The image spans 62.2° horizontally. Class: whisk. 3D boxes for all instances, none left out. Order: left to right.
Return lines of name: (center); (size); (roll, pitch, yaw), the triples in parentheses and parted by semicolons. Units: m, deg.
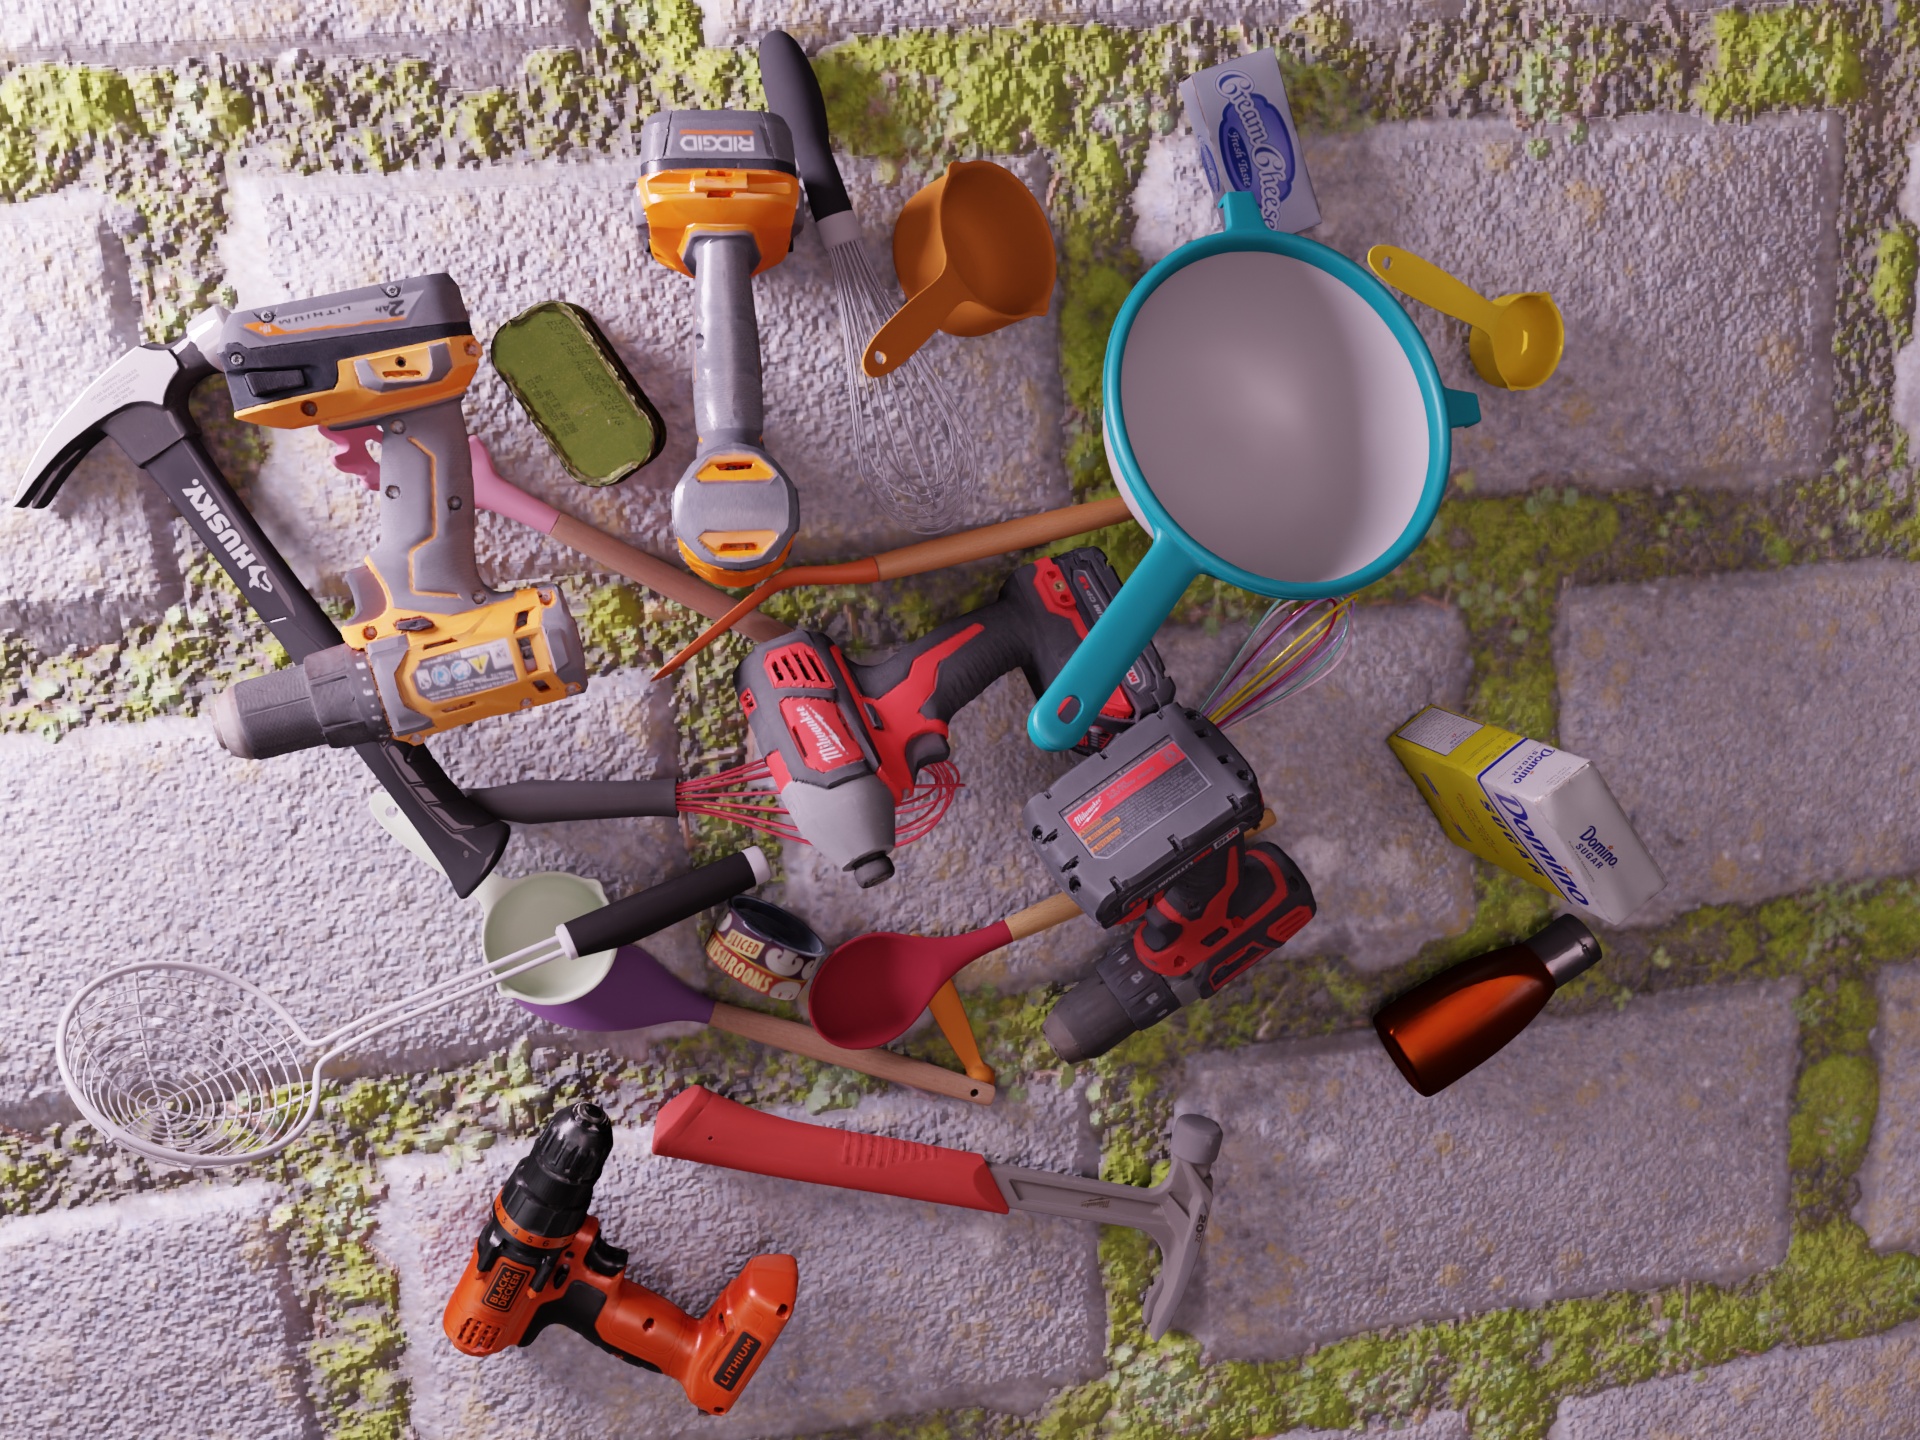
whisk: (-0.145, 0.044, 0.922); (0.296, 0.073, 0.073); (-2, 102, -4)
whisk: (-0.057, -0.240, 0.882); (0.070, 0.070, 0.284); (-20, 99, -5)
whisk: (0.147, 0.003, 0.970); (0.245, 0.047, 0.051); (-42, 106, 4)

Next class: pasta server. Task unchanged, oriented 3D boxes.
pasta server: (-0.202, -0.098, 0.894); (0.316, 0.040, 0.060); (27, 86, -15)

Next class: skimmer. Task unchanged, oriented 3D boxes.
skimmer: (-0.271, 0.127, 0.845); (0.363, 0.127, 0.090); (-22, 144, -21)

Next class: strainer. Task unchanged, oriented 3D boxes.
strainer: (0.127, -0.112, 0.883); (0.211, 0.095, 0.340); (39, 72, -8)

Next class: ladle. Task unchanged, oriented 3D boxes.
ladle: (0.053, 0.118, 0.981); (0.315, 0.031, 0.069); (-22, 103, -8)

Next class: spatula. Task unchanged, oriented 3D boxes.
spatula: (-0.128, 0.187, 0.969); (0.316, 0.018, 0.060); (18, 91, -10)
spatula: (-0.024, -0.083, 0.907); (0.322, 0.081, 0.041); (-16, 90, -16)

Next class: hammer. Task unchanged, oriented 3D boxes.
hammer: (-0.360, -0.044, 0.863); (0.146, 0.035, 0.334); (-34, 98, -1)
hammer: (-0.016, 0.295, 1.004); (0.359, 0.037, 0.149); (13, 99, -12)

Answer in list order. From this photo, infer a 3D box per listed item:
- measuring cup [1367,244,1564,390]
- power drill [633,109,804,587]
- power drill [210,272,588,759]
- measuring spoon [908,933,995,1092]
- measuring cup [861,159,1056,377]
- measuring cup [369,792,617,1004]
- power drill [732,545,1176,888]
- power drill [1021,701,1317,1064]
measuring cup: (0.290, -0.242, 0.933); (0.156, 0.029, 0.062); (19, 93, -27)
power drill: (-0.124, -0.184, 0.842); (0.084, 0.164, 0.226); (-3, 89, -9)
power drill: (-0.307, -0.096, 0.808); (0.185, 0.084, 0.226); (-17, 104, -15)
measuring spoon: (-0.006, 0.185, 0.995); (0.021, 0.011, 0.117); (-25, 104, -4)
measuring cup: (-0.017, -0.228, 0.851); (0.095, 0.052, 0.174); (53, 54, -22)
measuring cup: (-0.273, 0.098, 0.922); (0.167, 0.038, 0.083); (39, 74, -2)
power drill: (-0.001, -0.003, 0.880); (0.219, 0.078, 0.143); (-20, 73, -19)
power drill: (0.108, 0.109, 0.919); (0.188, 0.080, 0.226); (-35, 145, -2)
